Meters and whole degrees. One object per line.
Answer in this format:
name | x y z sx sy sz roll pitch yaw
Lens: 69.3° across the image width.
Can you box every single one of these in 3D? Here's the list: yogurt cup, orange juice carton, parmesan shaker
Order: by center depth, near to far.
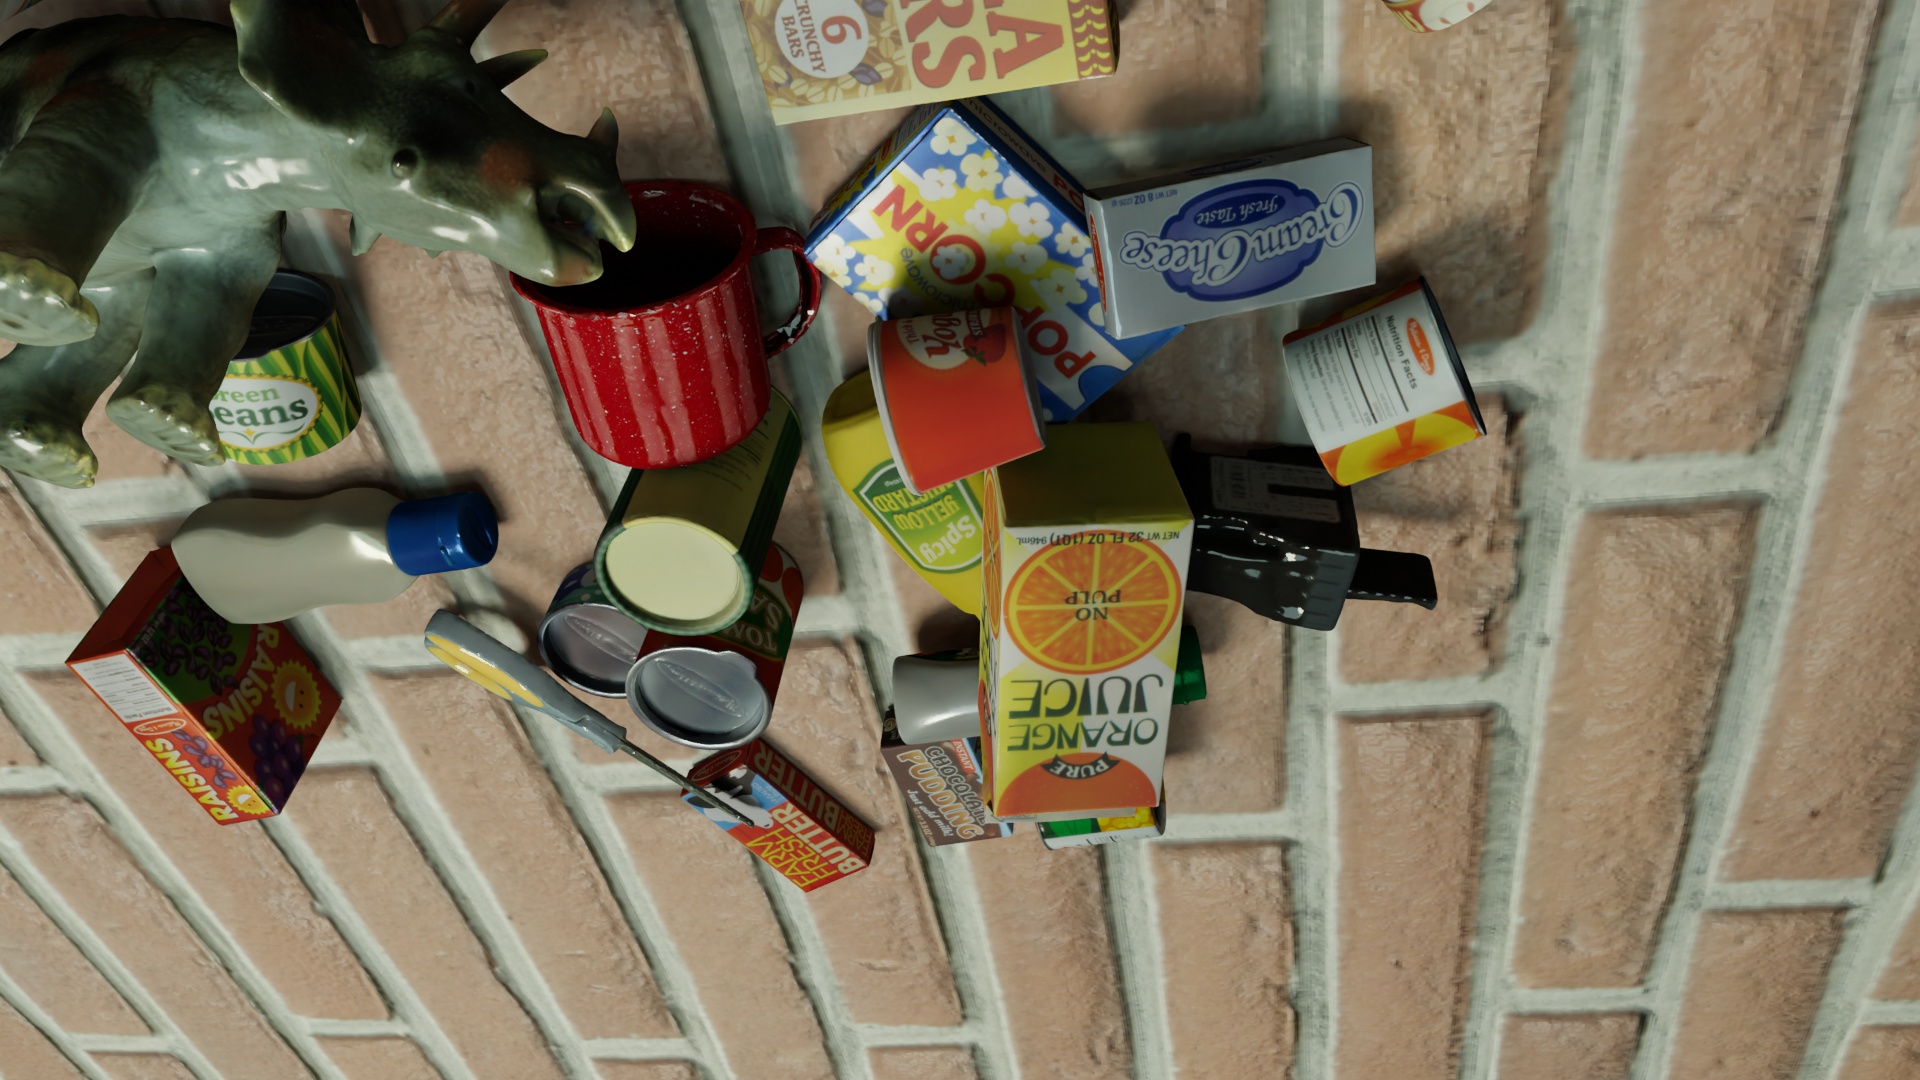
yogurt cup | 0.000 -0.055 0.519 0.054 0.073 0.072 -13 127 8
orange juice carton | 0.047 0.050 0.585 0.072 0.073 0.191 -2 125 -4
parmesan shaker | -0.112 -0.018 0.588 0.071 0.103 0.071 4 130 5

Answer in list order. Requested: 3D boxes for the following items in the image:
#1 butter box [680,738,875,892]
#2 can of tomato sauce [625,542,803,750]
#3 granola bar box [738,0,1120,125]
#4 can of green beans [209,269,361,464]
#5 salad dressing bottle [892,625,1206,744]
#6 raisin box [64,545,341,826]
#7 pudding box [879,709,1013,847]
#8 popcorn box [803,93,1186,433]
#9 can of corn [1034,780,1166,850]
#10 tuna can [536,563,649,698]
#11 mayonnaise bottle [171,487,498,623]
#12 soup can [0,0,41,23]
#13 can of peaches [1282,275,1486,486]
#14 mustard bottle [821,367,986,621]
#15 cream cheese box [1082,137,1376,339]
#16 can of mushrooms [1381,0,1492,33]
butter box | -0.101 0.155 0.780 0.053 0.024 0.103 -30 119 28
can of tomato sauce | -0.112 0.044 0.652 0.071 0.083 0.070 4 130 4
granola bar box | -0.021 -0.227 0.446 0.124 0.039 0.164 -5 128 12
can of green beans | -0.294 -0.074 0.590 0.071 0.071 0.057 7 130 2
salad dressing bottle | 0.043 0.068 0.673 0.148 0.044 0.064 -8 171 5
raisin box | -0.379 0.072 0.708 0.040 0.086 0.122 -13 127 11
pudding box | -0.005 0.124 0.738 0.049 0.030 0.083 -11 127 15
popcorn box | 0.014 -0.106 0.542 0.126 0.038 0.085 38 123 -22
can of corn | 0.069 0.118 0.702 0.058 0.071 0.071 -10 127 14
tuna can | -0.172 0.043 0.692 0.071 0.033 0.070 4 130 4
mayonnaise bottle | -0.299 0.004 0.671 0.148 0.041 0.064 -7 129 12
soup can | -0.346 -0.208 0.475 0.071 0.084 0.071 3 130 4
can of peaches | 0.166 -0.060 0.543 0.058 0.071 0.071 -22 123 23
mustard bottle | 0.002 -0.008 0.617 0.065 0.049 0.159 -20 124 25
cream cheese box | 0.099 -0.110 0.508 0.104 0.024 0.053 -14 113 -8
can of mushrooms | 0.154 -0.193 0.434 0.033 0.071 0.070 36 125 -22
